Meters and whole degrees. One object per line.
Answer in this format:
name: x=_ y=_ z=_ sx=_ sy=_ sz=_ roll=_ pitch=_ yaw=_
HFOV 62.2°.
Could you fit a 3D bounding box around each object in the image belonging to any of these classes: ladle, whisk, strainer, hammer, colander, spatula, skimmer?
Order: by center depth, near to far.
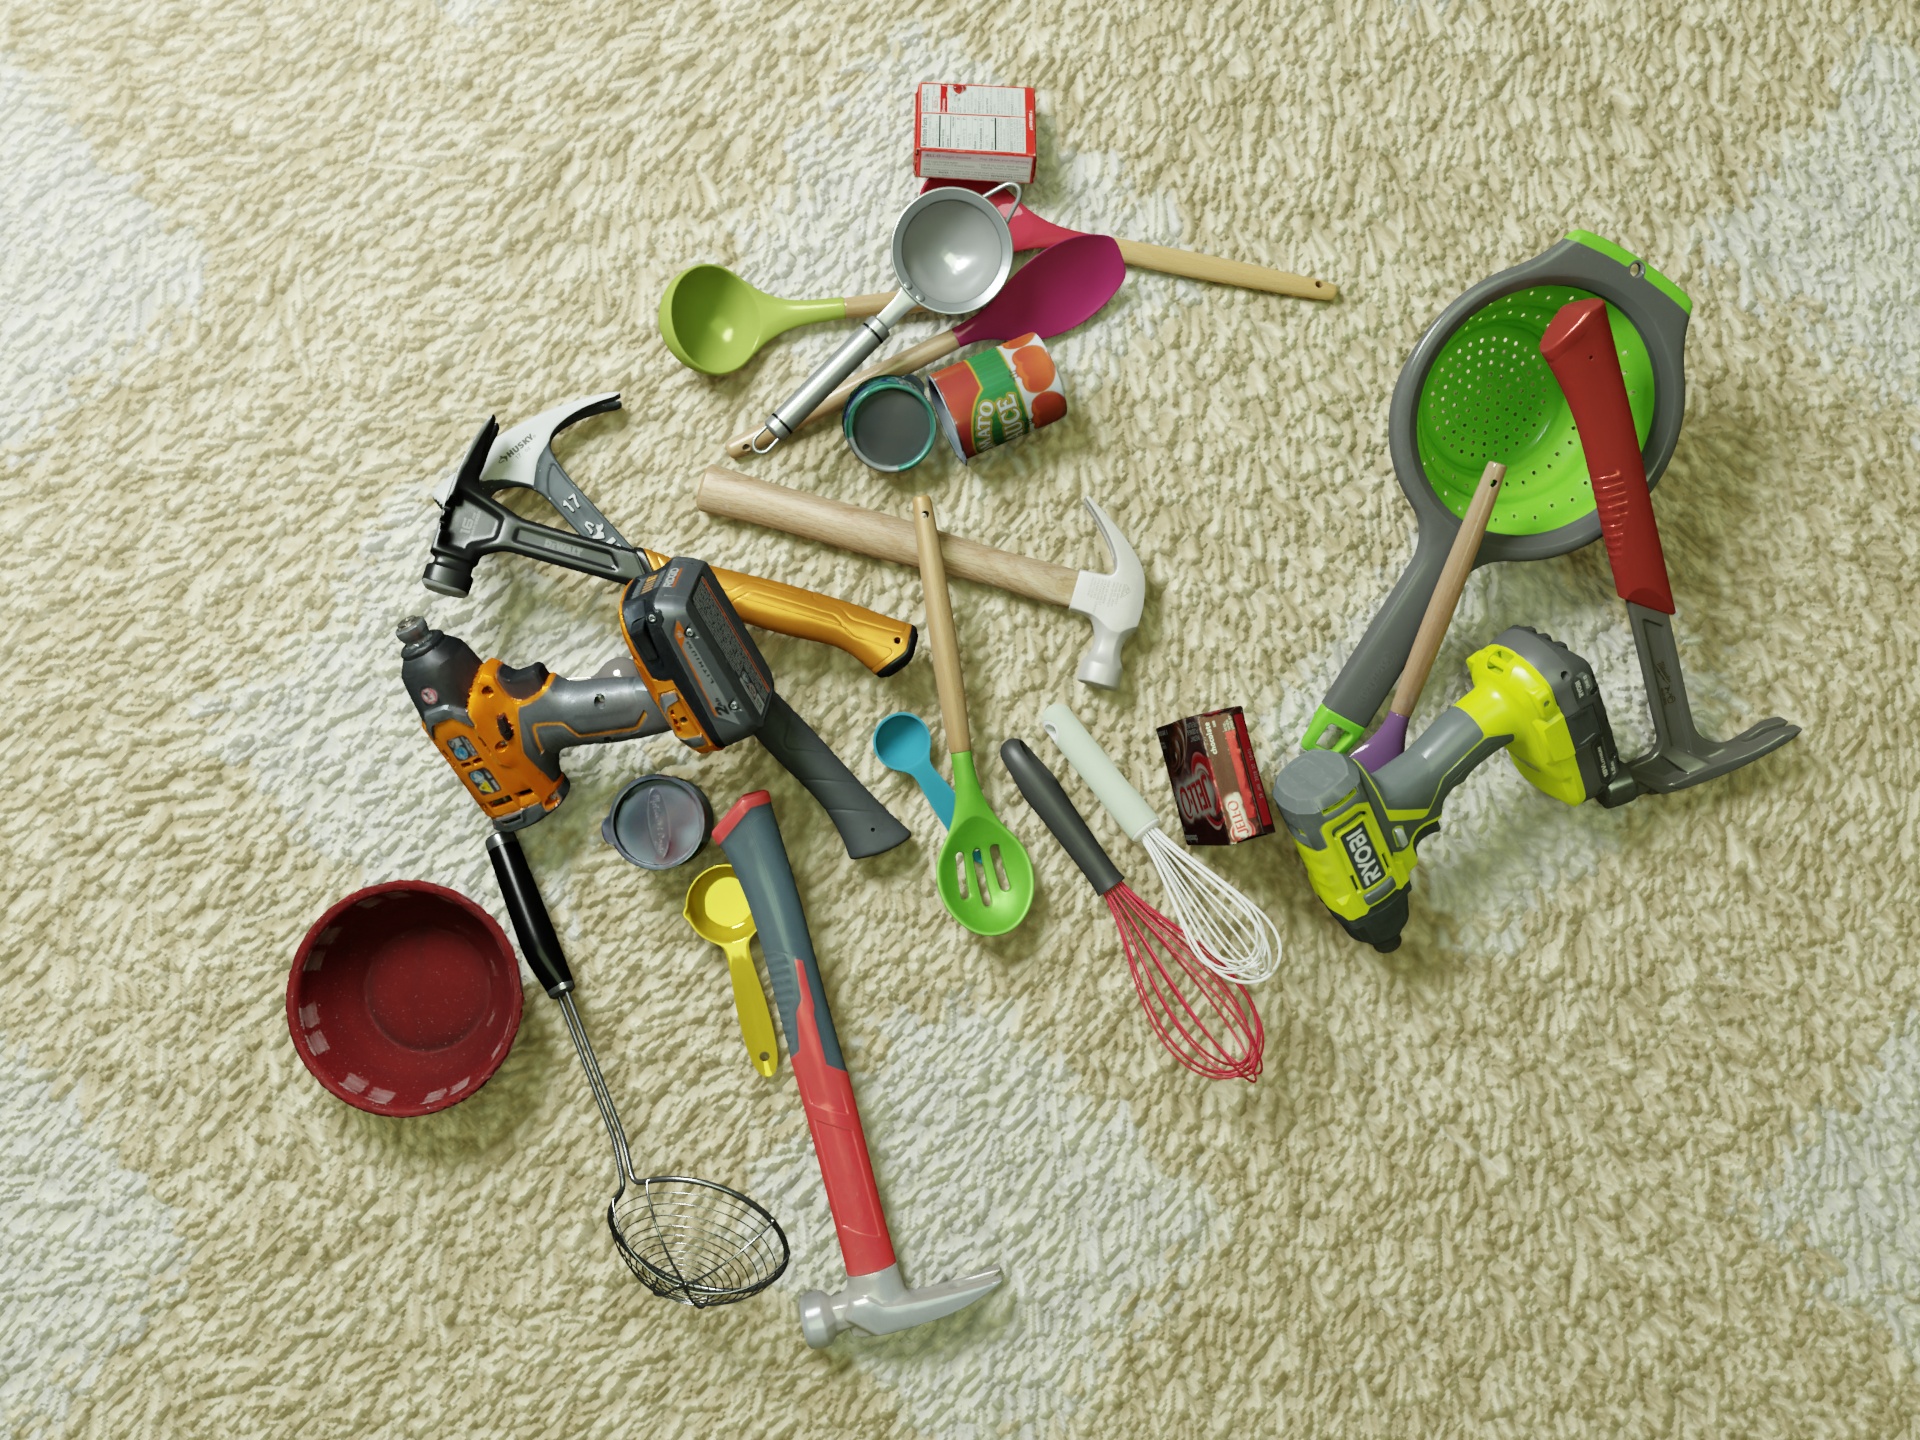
hammer: x=0.474 y=-0.117 z=1.095 sx=0.149 sy=0.037 sz=0.358 roll=-22 pitch=110 yaw=1
hammer: x=-0.084 y=0.234 z=1.105 sx=0.143 sy=0.038 sz=0.386 roll=-14 pitch=93 yaw=-3
hammer: x=-0.191 y=-0.104 z=1.108 sx=0.336 sy=0.034 sz=0.127 roll=16 pitch=80 yaw=-7
whisk: x=0.135 y=0.082 z=1.110 sx=0.059 sy=0.057 sz=0.246 roll=-29 pitch=69 yaw=-24
spatula: x=0.315 y=-0.029 z=1.115 sx=0.059 sy=0.018 sz=0.316 roll=17 pitch=105 yaw=-3
skimmer: x=-0.236 y=0.240 z=1.116 sx=0.127 sy=0.090 sz=0.363 roll=-35 pitch=74 yaw=31
strainer: x=-0.054 y=-0.281 z=1.117 sx=0.258 sy=0.050 sz=0.087 roll=-45 pitch=100 yaw=-1
whisk: x=0.118 y=0.134 z=1.126 sx=0.073 sy=0.073 sz=0.296 roll=-36 pitch=83 yaw=-3
hammer: x=-0.183 y=-0.059 z=1.137 sx=0.149 sy=0.036 sz=0.409 roll=-43 pitch=90 yaw=-12
colander: x=0.351 y=-0.153 z=1.140 sx=0.204 sy=0.095 sz=0.397 roll=26 pitch=104 yaw=-14
hammer: x=-0.027 y=-0.128 z=1.150 sx=0.331 sy=0.031 sz=0.130 roll=16 pitch=86 yaw=0
ladle: x=-0.057 y=-0.302 z=1.150 sx=0.320 sy=0.062 sz=0.078 roll=-7 pitch=101 yaw=-5
ladle: x=0.124 y=-0.347 z=1.171 sx=0.315 sy=0.031 sz=0.069 roll=11 pitch=76 yaw=-3

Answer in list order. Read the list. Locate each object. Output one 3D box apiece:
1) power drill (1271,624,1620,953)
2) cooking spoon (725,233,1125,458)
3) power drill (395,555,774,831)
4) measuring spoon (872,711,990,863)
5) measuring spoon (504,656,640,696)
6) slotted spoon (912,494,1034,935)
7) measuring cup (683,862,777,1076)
power drill: x=0.337 y=0.051 z=1.102 sx=0.223 sy=0.080 sz=0.171 roll=-34 pitch=121 yaw=-6
cooking spoon: x=-0.027 y=-0.266 z=1.154 sx=0.319 sy=0.068 sz=0.017 roll=-26 pitch=44 yaw=2
power drill: x=-0.258 y=-0.027 z=1.062 sx=0.226 sy=0.084 sz=0.164 roll=-19 pitch=119 yaw=16
measuring spoon: x=-0.019 y=0.050 z=1.150 sx=0.042 sy=0.021 sz=0.128 roll=-36 pitch=97 yaw=-8
measuring spoon: x=-0.289 y=-0.021 z=1.142 sx=0.124 sy=0.018 sz=0.034 roll=-10 pitch=87 yaw=-4
slotted spoon: x=-0.002 y=-0.004 z=1.126 sx=0.070 sy=0.031 sz=0.314 roll=-10 pitch=92 yaw=-11
measuring cup: x=-0.155 y=0.177 z=1.134 sx=0.062 sy=0.029 sz=0.156 roll=-13 pitch=95 yaw=-5
